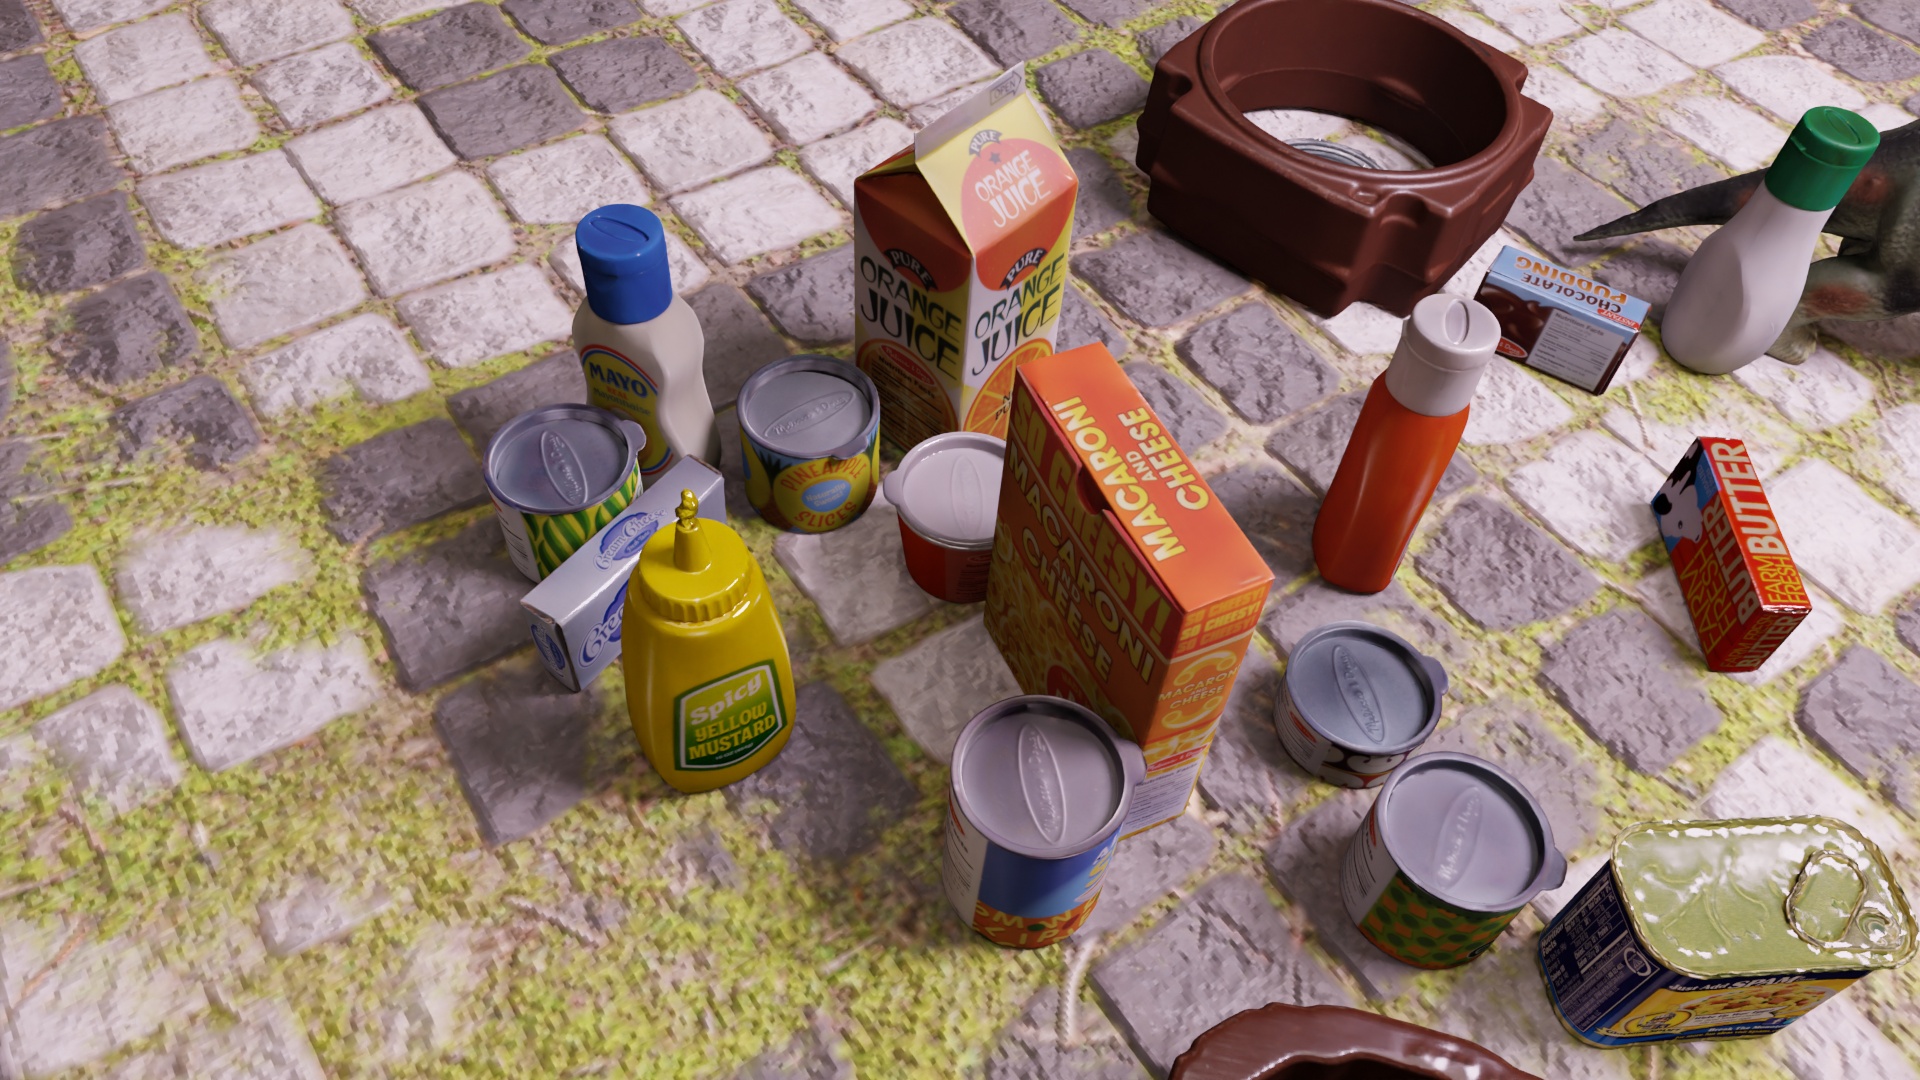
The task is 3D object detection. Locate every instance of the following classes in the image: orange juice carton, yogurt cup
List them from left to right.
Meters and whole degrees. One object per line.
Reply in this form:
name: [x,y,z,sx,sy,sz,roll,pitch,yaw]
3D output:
orange juice carton: [0.000,-0.123,0.641,0.073,0.191,0.072,36,58,23]
yogurt cup: [0.002,-0.008,0.638,0.072,0.053,0.073,2,51,-2]

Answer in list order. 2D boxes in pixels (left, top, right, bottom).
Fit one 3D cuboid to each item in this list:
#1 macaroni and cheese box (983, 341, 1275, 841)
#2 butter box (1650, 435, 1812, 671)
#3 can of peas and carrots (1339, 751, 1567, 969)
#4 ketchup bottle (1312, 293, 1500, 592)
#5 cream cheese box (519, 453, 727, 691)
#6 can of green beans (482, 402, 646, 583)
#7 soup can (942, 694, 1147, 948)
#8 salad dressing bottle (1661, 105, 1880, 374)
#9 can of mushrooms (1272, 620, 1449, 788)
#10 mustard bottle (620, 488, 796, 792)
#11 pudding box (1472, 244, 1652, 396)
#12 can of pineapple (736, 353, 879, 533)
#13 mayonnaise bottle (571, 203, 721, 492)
macaroni and cheese box: [0.056,0.025,0.544,0.040,0.165,0.124,-18,55,-17]
butter box: [0.360,0.006,0.652,0.024,0.052,0.104,4,51,-1]
can of peas and carrots: [0.190,0.126,0.541,0.071,0.058,0.071,2,51,-2]
ketchup bottle: [0.196,-0.043,0.619,0.043,0.148,0.065,14,52,7]
cream cheese box: [-0.144,0.014,0.611,0.024,0.053,0.104,30,56,19]
can of green beans: [-0.177,-0.019,0.632,0.071,0.057,0.071,2,51,-2]
soup can: [0.030,0.108,0.528,0.071,0.083,0.072,2,51,-2]
salad dressing bottle: [0.419,-0.153,0.723,0.044,0.146,0.064,-4,52,-7]
can of mushrooms: [0.172,0.071,0.600,0.071,0.033,0.071,2,51,-2]
mustard bottle: [-0.098,0.037,0.527,0.065,0.159,0.049,-22,56,-20]
pudding box: [0.320,-0.119,0.751,0.084,0.049,0.030,28,55,17]
can of pineapple: [-0.071,-0.044,0.659,0.071,0.057,0.071,2,51,-2]
mayonnaise bottle: [-0.145,-0.082,0.628,0.065,0.147,0.041,22,54,13]
